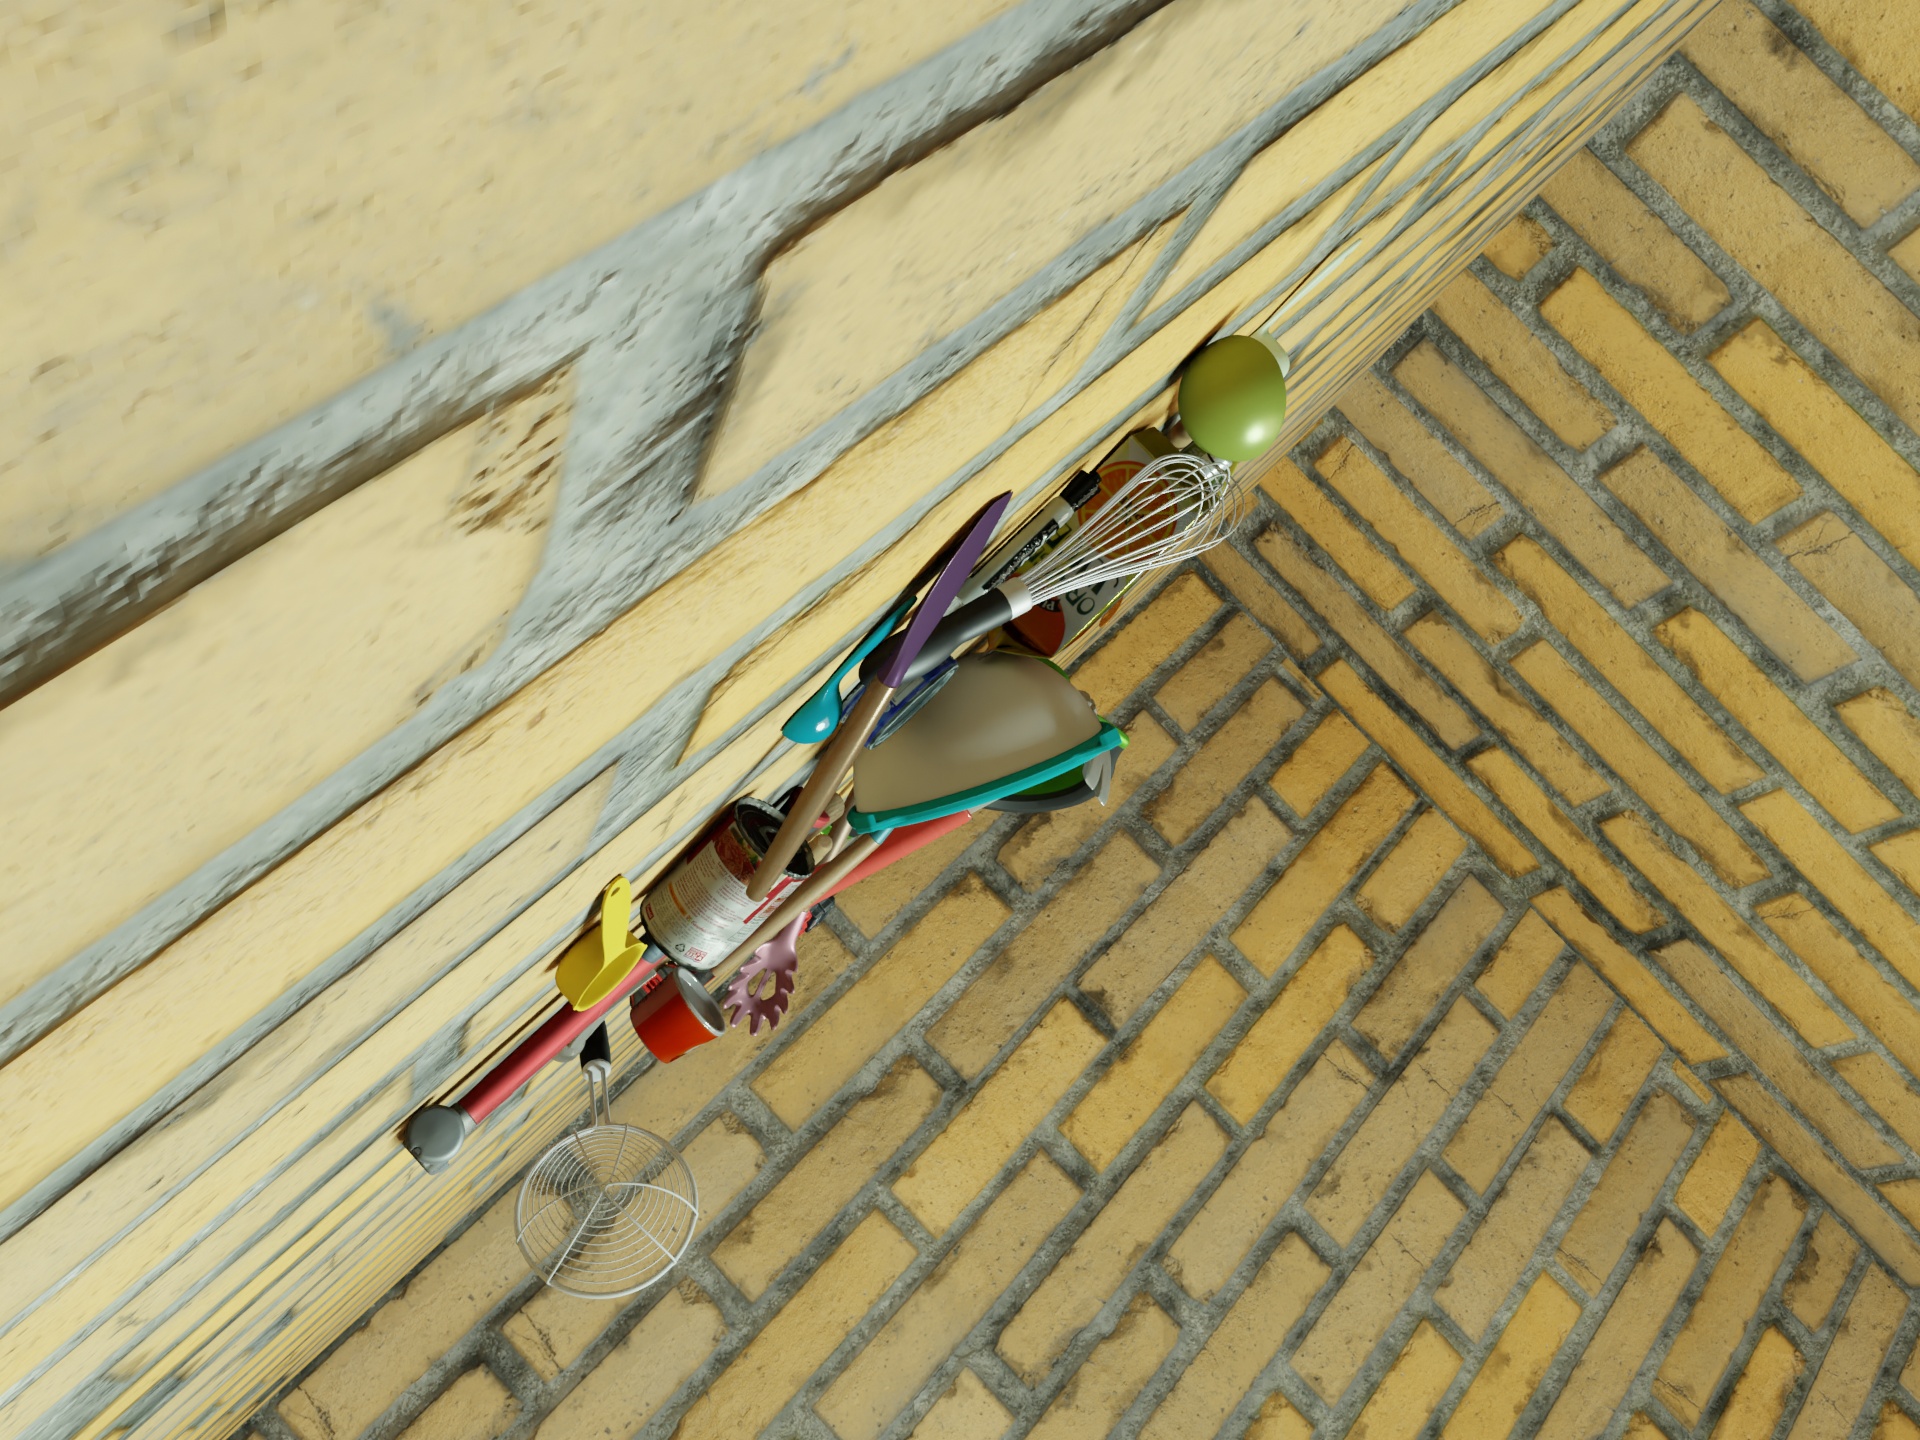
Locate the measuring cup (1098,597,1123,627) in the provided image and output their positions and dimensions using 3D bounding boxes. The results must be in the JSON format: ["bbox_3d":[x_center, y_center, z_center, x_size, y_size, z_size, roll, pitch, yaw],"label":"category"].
[{"bbox_3d":[0.110,-0.118,1.290,0.095,0.052,0.174,-45,-173,22],"label":"measuring cup"}]

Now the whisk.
[{"bbox_3d":[0.059,-0.089,0.986,0.284,0.070,0.070,-30,173,-18],"label":"whisk"}]

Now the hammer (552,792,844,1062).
[{"bbox_3d":[-0.210,0.158,1.340,0.331,0.031,0.130,-42,177,-39],"label":"hammer"}]

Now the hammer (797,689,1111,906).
[{"bbox_3d":[-0.034,0.098,1.352,0.359,0.036,0.149,-29,-155,16],"label":"hammer"}]

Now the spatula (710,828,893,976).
[{"bbox_3d":[-0.082,0.120,1.301,0.317,0.044,0.082,-40,-172,13],"label":"spatula"}]

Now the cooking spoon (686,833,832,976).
[{"bbox_3d":[-0.166,0.151,1.275,0.069,0.017,0.319,-43,180,-36],"label":"cooking spoon"}]

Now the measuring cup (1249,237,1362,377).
[{"bbox_3d":[0.237,-0.276,1.150,0.167,0.038,0.083,-43,178,31],"label":"measuring cup"}]

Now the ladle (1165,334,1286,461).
[{"bbox_3d":[0.173,-0.209,1.117,0.062,0.078,0.320,-12,-176,3],"label":"ladle"}]

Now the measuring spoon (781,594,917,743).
[{"bbox_3d":[-0.058,-0.025,0.910,0.128,0.021,0.042,-44,177,34],"label":"measuring spoon"}]

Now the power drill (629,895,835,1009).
[{"bbox_3d":[-0.236,0.230,1.593,0.220,0.078,0.143,-39,174,-19],"label":"power drill"}]

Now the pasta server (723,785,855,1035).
[{"bbox_3d":[-0.138,0.157,1.491,0.316,0.060,0.040,-63,-173,16],"label":"pasta server"}]

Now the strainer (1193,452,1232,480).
[{"bbox_3d":[0.116,-0.137,1.225,0.258,0.050,0.087,-38,-160,24],"label":"strainer"}]

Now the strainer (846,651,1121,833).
[{"bbox_3d":[-0.002,-0.004,1.246,0.211,0.095,0.340,-19,-173,-2],"label":"strainer"}]

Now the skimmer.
[{"bbox_3d":[-0.282,0.323,1.245,0.127,0.090,0.363,-6,-171,-14],"label":"skimmer"}]

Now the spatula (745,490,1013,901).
[{"bbox_3d":[-0.055,-0.004,0.925,0.315,0.018,0.060,-56,174,29],"label":"spatula"}]

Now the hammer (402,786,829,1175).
[{"bbox_3d":[-0.248,0.187,1.184,0.386,0.038,0.143,-42,178,-25],"label":"hammer"}]

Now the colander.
[{"bbox_3d":[-0.008,0.025,1.546,0.397,0.204,0.095,-26,-135,42],"label":"colander"}]

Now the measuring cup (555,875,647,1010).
[{"bbox_3d":[-0.218,0.125,0.958,0.062,0.029,0.156,-42,165,-33],"label":"measuring cup"}]
